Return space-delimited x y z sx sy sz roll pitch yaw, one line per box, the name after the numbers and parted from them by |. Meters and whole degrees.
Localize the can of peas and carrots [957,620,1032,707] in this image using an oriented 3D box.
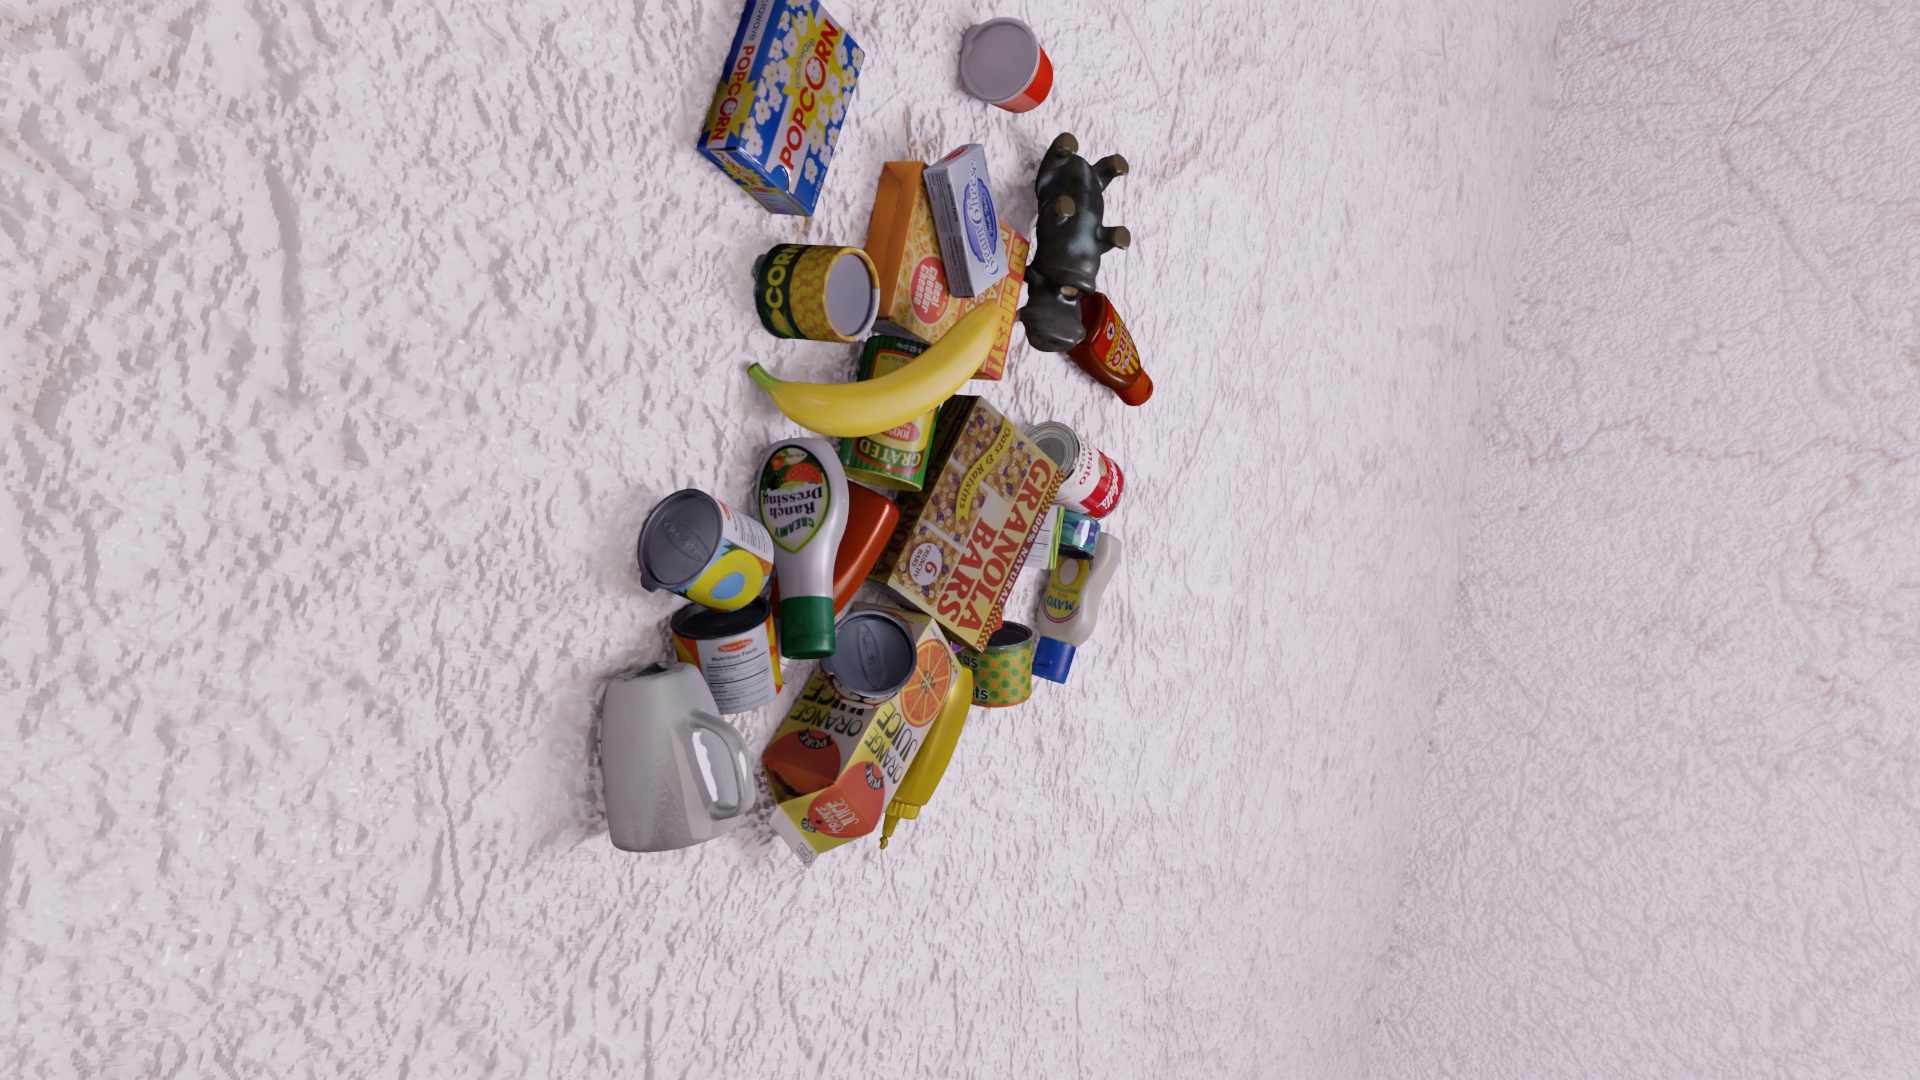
0.028 0.107 1.208 0.071 0.071 0.058 -24 118 -53 | can of peas and carrots

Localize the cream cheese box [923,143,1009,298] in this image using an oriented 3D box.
0.005 -0.239 1.045 0.054 0.024 0.103 -44 131 -42 | cream cheese box

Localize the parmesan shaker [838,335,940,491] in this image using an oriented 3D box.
-0.053 -0.095 1.031 0.071 0.071 0.103 22 79 -57 | parmesan shaker

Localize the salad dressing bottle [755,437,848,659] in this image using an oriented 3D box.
-0.106 0.006 0.945 0.044 0.064 0.148 39 45 -70 | salad dressing bottle

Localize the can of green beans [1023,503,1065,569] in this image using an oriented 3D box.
0.056 -0.008 1.221 0.071 0.071 0.057 6 93 -58 | can of green beans

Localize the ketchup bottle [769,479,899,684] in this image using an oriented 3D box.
-0.104 0.029 0.986 0.149 0.065 0.043 -62 155 -12 | ketchup bottle

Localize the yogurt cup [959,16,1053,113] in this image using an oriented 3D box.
0.040 -0.375 1.106 0.054 0.072 0.072 3 95 -66 | yogurt cup

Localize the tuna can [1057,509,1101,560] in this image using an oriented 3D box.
0.093 -0.007 1.281 0.071 0.071 0.033 31 71 -56 | tuna can

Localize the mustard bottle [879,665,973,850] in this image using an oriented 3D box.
-0.040 0.172 1.124 0.049 0.065 0.160 23 84 -55 | mustard bottle

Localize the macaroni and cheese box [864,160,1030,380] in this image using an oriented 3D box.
-0.012 -0.207 1.087 0.166 0.040 0.124 20 81 -57 | macaroni and cheese box

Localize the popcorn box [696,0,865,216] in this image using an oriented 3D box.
-0.115 -0.288 0.906 0.085 0.038 0.127 33 69 -57 | popcorn box

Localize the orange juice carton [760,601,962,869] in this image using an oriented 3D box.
-0.081 0.146 1.038 0.193 0.073 0.071 -60 143 -29 | orange juice carton

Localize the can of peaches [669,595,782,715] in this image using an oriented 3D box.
-0.153 0.073 0.915 0.071 0.071 0.057 -35 126 -49 | can of peaches

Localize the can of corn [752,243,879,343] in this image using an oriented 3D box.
-0.098 -0.169 0.944 0.071 0.058 0.071 -21 115 -54 | can of corn

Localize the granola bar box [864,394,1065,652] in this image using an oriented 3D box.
0.004 -0.014 1.091 0.124 0.039 0.166 38 71 -41 | granola bar box

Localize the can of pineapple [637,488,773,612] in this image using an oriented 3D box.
-0.163 0.008 0.883 0.058 0.071 0.071 35 68 -55 | can of pineapple

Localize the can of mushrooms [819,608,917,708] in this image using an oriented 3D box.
-0.069 0.085 0.994 0.071 0.071 0.033 -61 -177 -28 | can of mushrooms

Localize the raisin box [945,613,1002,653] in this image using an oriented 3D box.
-0.001 0.025 1.165 0.086 0.040 0.123 -25 119 -54 | raisin box

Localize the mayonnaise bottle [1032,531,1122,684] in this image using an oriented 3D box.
0.104 0.061 1.322 0.041 0.065 0.148 27 79 -54 | mayonnaise bottle

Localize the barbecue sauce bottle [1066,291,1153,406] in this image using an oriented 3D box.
0.144 -0.178 1.339 0.148 0.043 0.065 40 63 -54 | barbecue sauce bottle
